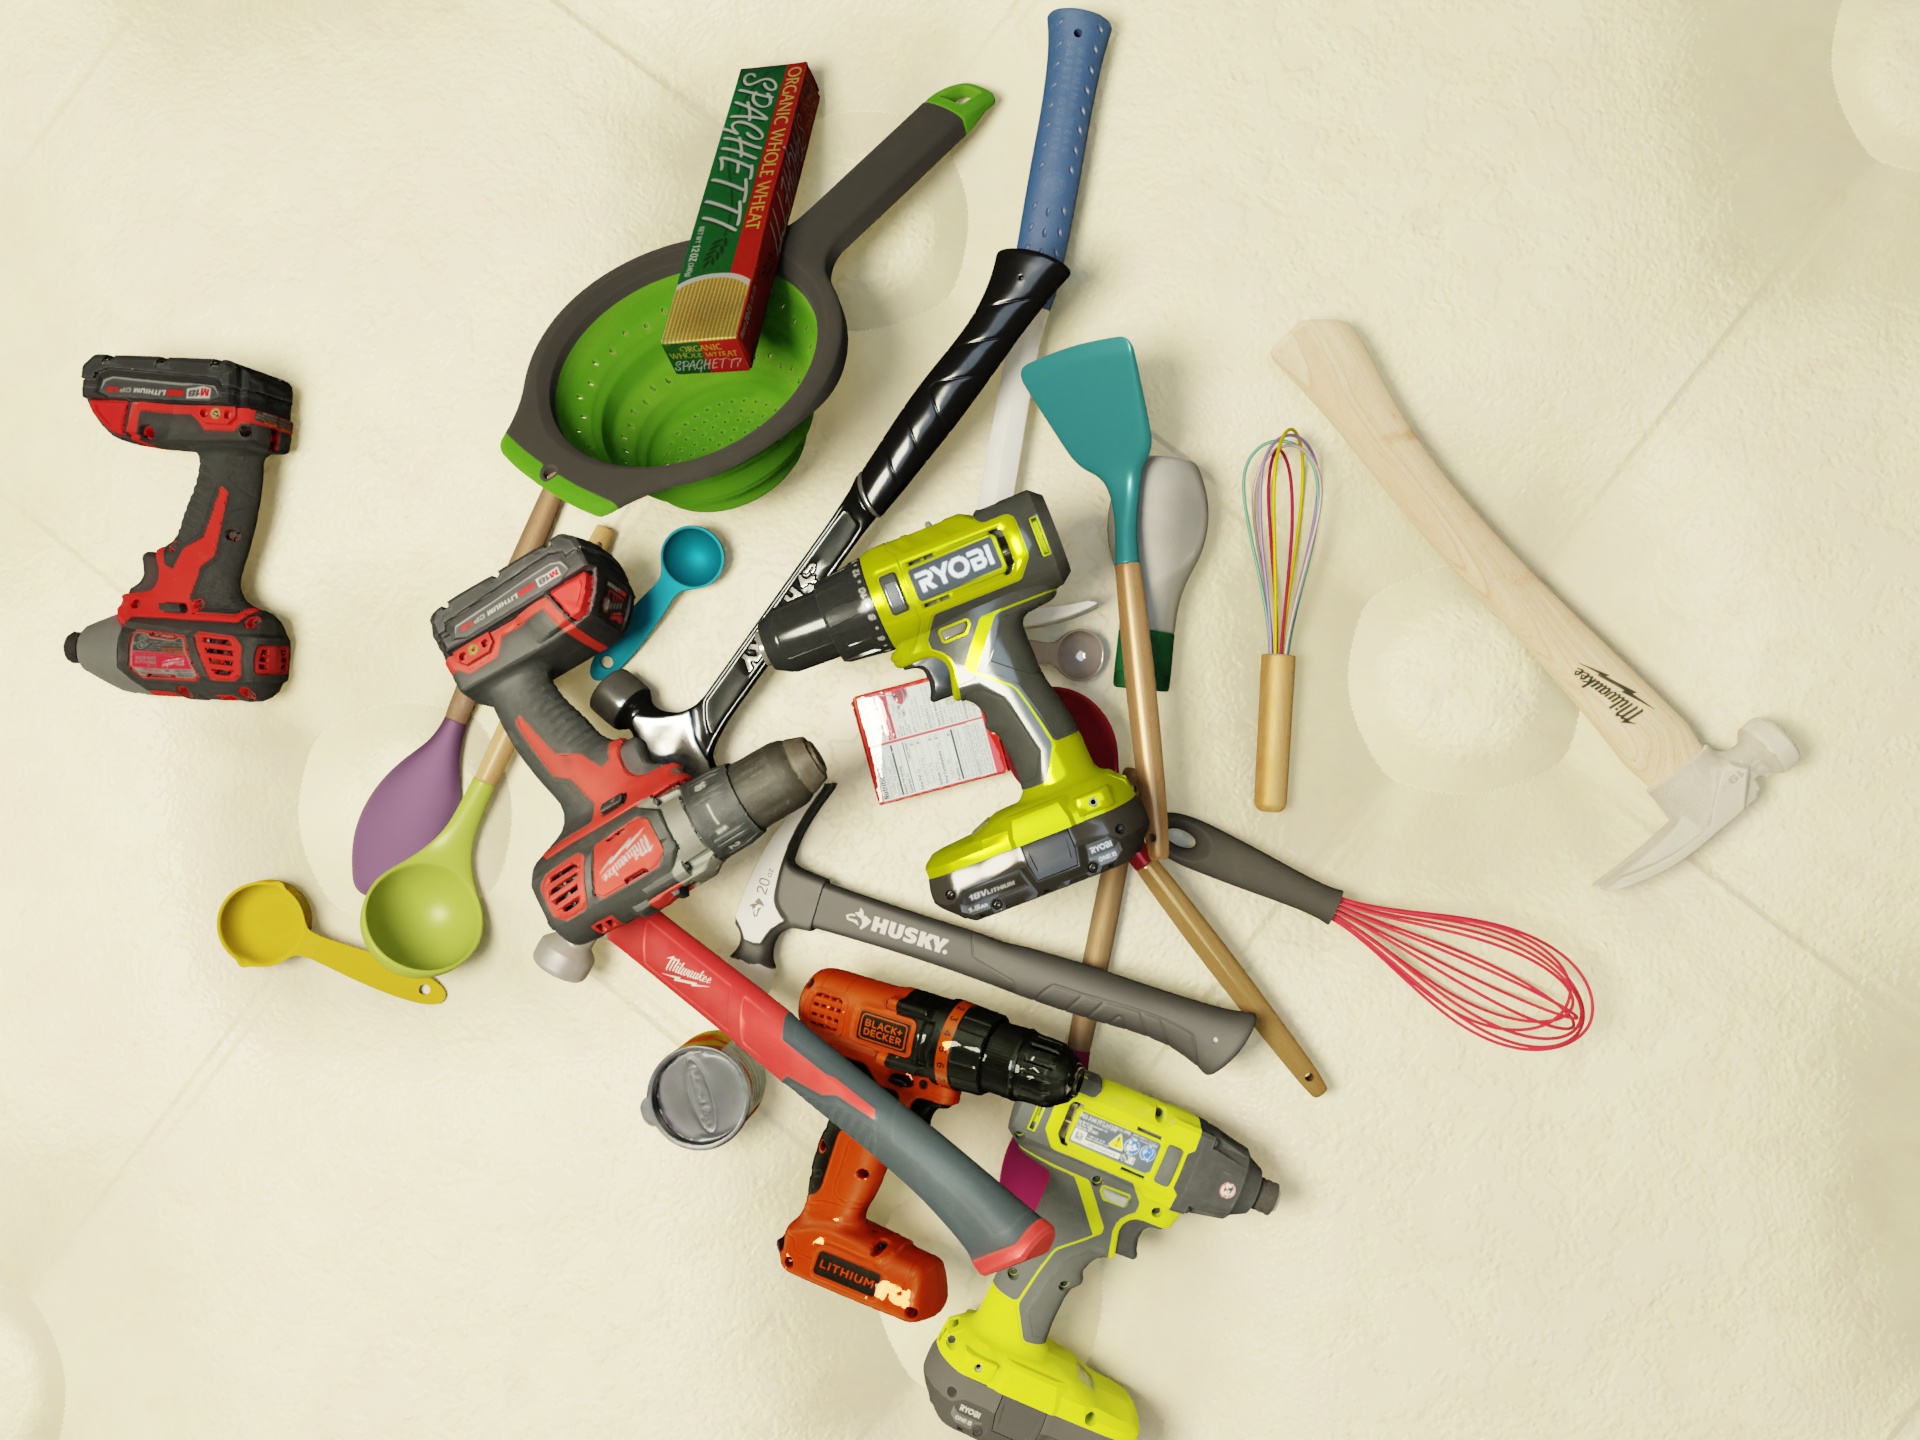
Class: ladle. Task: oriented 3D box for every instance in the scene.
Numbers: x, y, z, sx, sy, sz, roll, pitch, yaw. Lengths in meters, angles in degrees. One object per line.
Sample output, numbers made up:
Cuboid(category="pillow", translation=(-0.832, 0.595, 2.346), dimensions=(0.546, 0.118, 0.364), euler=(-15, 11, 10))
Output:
Cuboid(category="ladle", translation=(-0.299, 0.018, 1.042), dimensions=(0.078, 0.062, 0.320), euler=(26, 87, -22))
Cuboid(category="ladle", translation=(0.134, 0.110, 1.006), dimensions=(0.069, 0.031, 0.315), euler=(-37, 91, 3))

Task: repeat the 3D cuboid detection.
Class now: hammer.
Cuboid(category="hammer", translation=(0.049, -0.255, 1.033), dimensions=(0.144, 0.035, 0.405), euler=(10, 89, 5))
Cuboid(category="hammer", translation=(0.022, 0.148, 1.011), dimensions=(0.335, 0.035, 0.146), euler=(16, 91, 9))
Cuboid(category="hammer", translation=(-0.066, -0.123, 1.004), dimensions=(0.149, 0.036, 0.409), euler=(39, 99, 11))
Cuboid(category="hammer", translation=(0.335, -0.085, 1.008), dimensions=(0.146, 0.038, 0.411), euler=(-41, 86, 4))
Cuboid(category="hammer", translation=(-0.095, 0.181, 0.943), dimensions=(0.387, 0.038, 0.143), euler=(32, 94, 28))

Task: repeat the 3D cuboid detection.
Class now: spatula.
Cuboid(category="spatula", translation=(0.098, -0.071, 0.980), dimensions=(0.082, 0.044, 0.317), euler=(-8, 88, 38))
Cuboid(category="spatula", translation=(-0.329, -0.025, 1.062), dimensions=(0.059, 0.018, 0.316), euler=(24, 91, -5))

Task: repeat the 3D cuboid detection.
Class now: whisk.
Cuboid(category="whisk", translation=(0.201, -0.064, 1.014), dimensions=(0.051, 0.047, 0.245), euler=(3, 92, 3))
Cuboid(category="whisk", translation=(0.254, 0.127, 1.000), dimensions=(0.296, 0.073, 0.073), euler=(24, 90, 10))

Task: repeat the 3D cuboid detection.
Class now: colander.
Cuboid(category="colander", translation=(-0.108, -0.257, 1.021), dimensions=(0.205, 0.094, 0.397), euler=(33, 72, 29))

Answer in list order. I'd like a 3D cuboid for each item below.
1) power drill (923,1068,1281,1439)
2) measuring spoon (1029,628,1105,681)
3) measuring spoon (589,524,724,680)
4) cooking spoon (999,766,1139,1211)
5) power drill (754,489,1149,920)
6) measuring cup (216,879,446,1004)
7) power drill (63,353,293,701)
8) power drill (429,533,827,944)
Cuboid(category="power drill", translation=(0.085, 0.341, 0.986), dimensions=(0.171, 0.080, 0.223), euler=(23, 91, 1))
Cuboid(category="measuring spoon", translation=(0.032, -0.045, 1.022), dimensions=(0.124, 0.018, 0.034), euler=(3, 94, -14))
Cuboid(category="measuring spoon", translation=(-0.204, -0.077, 1.059), dimensions=(0.042, 0.021, 0.128), euler=(40, 101, -8))
Cuboid(category="cooking spoon", translation=(0.082, 0.187, 1.028), dimensions=(0.069, 0.017, 0.319), euler=(11, 90, 2))
Cuboid(category="power drill", translation=(-0.002, -0.003, 0.953), dimensions=(0.190, 0.080, 0.228), euler=(-22, 91, 4))
Cuboid(category="measuring cup", translation=(-0.417, 0.154, 1.066), dimensions=(0.156, 0.029, 0.062), euler=(24, 90, -7))
Cuboid(category="power drill", translation=(-0.518, -0.124, 1.053), dimensions=(0.143, 0.078, 0.219), euler=(3, 92, 5))
Cuboid(category="power drill", translation=(-0.202, 0.000, 0.969), dimensions=(0.188, 0.080, 0.227), euler=(-30, 74, 4))
